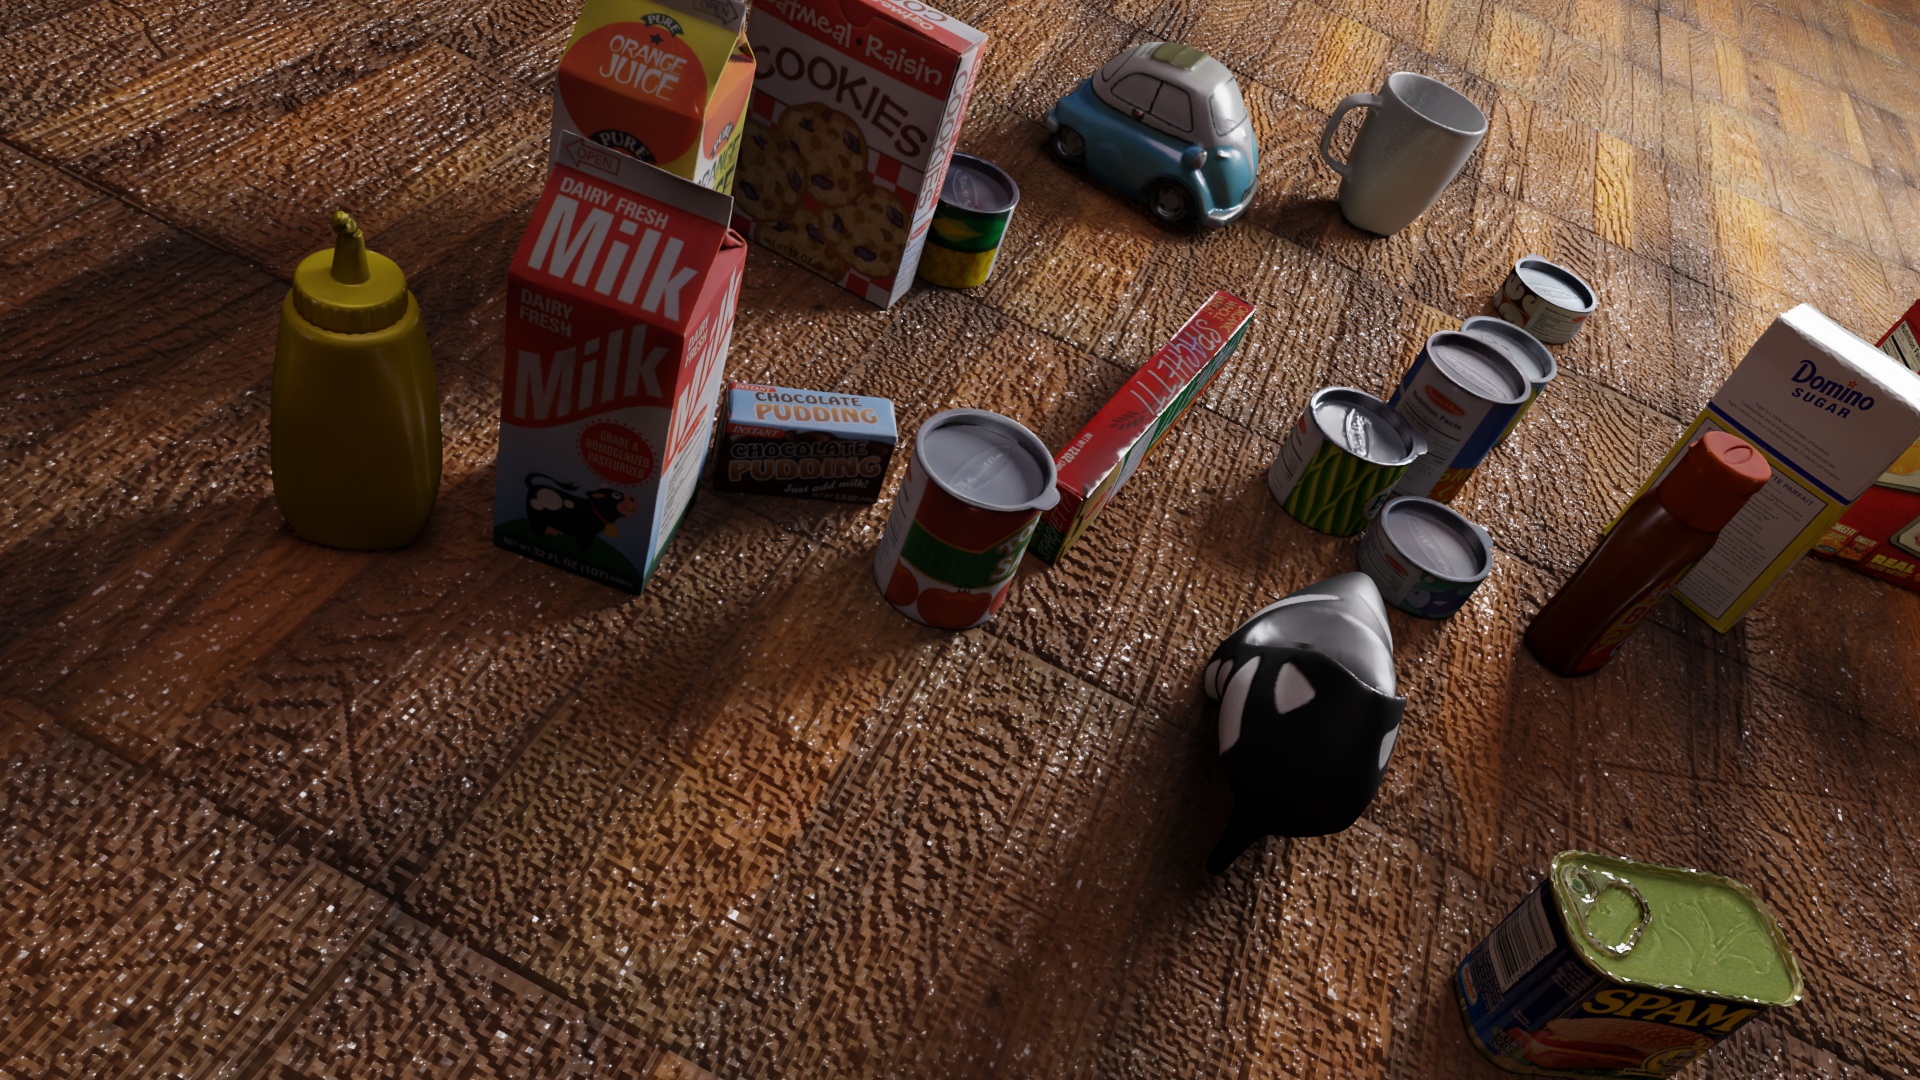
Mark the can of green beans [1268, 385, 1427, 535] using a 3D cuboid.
[{"bbox_3d":[0.217,-0.045,0.792,0.071,0.057,0.071,12,43,-11],"label":"can of green beans"}]

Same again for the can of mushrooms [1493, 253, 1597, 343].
[{"bbox_3d":[0.436,-0.181,1.040,0.071,0.033,0.071,12,43,-11],"label":"can of mushrooms"}]

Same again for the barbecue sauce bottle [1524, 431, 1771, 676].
[{"bbox_3d":[0.360,0.008,0.729,0.065,0.147,0.044,-19,56,-36],"label":"barbecue sauce bottle"}]

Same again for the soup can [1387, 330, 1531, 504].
[{"bbox_3d":[0.290,-0.074,0.833,0.071,0.083,0.072,12,43,-11],"label":"soup can"}]

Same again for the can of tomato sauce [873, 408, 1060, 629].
[{"bbox_3d":[0.002,-0.008,0.647,0.071,0.082,0.071,12,43,-11],"label":"can of tomato sauce"}]

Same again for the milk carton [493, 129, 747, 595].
[{"bbox_3d":[-0.141,-0.074,0.576,0.072,0.189,0.074,21,42,-2],"label":"milk carton"}]

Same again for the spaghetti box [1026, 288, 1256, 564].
[{"bbox_3d":[0.104,-0.072,0.779,0.029,0.049,0.251,32,43,11],"label":"spaghetti box"}]

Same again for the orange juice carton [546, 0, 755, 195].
[{"bbox_3d":[-0.155,-0.186,0.684,0.072,0.191,0.073,21,42,-1],"label":"orange juice carton"}]

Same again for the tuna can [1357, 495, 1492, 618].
[{"bbox_3d":[0.259,0.009,0.772,0.071,0.032,0.071,12,43,-11],"label":"tuna can"}]

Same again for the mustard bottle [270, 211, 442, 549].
[{"bbox_3d":[-0.238,-0.064,0.549,0.065,0.159,0.049,5,45,-18],"label":"mustard bottle"}]

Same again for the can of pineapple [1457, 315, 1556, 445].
[{"bbox_3d":[0.340,-0.104,0.903,0.071,0.057,0.071,12,43,-11],"label":"can of pineapple"}]

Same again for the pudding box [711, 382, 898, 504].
[{"bbox_3d":[-0.076,-0.048,0.680,0.084,0.049,0.030,5,45,-18],"label":"pudding box"}]

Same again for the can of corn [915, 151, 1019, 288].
[{"bbox_3d":[-0.006,-0.198,0.857,0.071,0.058,0.071,12,43,-11],"label":"can of corn"}]

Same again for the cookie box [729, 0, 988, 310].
[{"bbox_3d":[-0.067,-0.230,0.784,0.123,0.166,0.040,29,43,7],"label":"cookie box"}]
